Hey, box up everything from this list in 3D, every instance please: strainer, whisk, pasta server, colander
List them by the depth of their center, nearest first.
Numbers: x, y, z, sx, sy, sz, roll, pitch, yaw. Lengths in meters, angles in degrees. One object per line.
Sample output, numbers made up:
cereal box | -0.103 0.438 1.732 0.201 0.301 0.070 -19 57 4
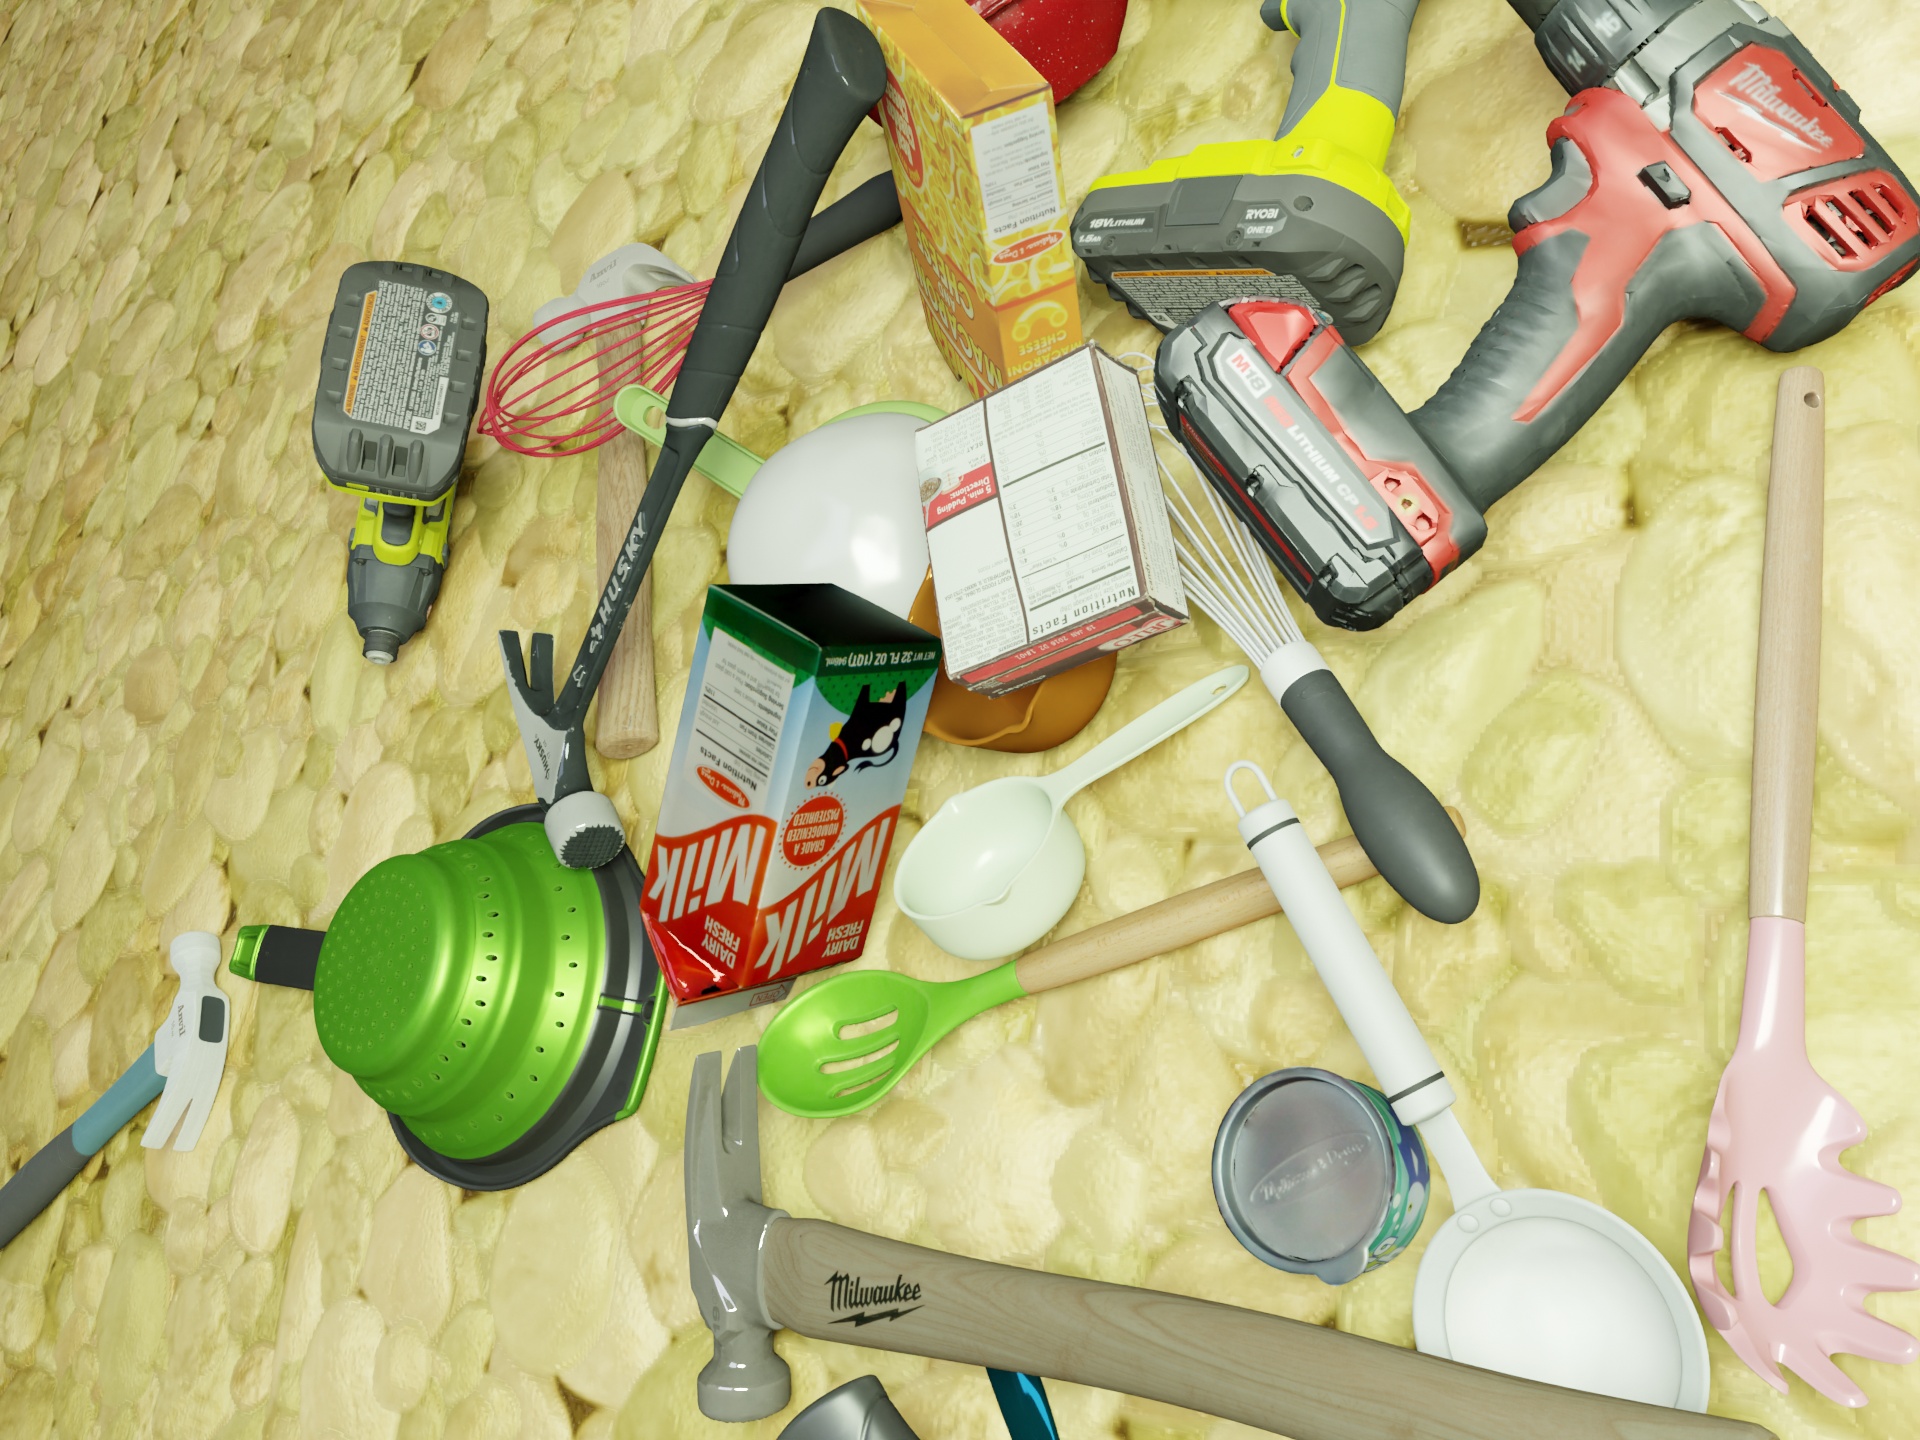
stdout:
pasta server | 0.250 0.033 0.475 0.040 0.060 0.316 117 165 -73
strainer | 0.148 0.122 0.487 0.087 0.050 0.259 -39 68 32
whisk | 0.109 -0.039 0.595 0.070 0.070 0.285 -41 52 19
strainer | -0.093 -0.108 0.750 0.256 0.069 0.151 34 99 28
whisk | -0.132 -0.222 0.844 0.296 0.073 0.073 -27 56 10
colander | -0.323 0.132 0.861 0.397 0.094 0.205 -1 72 39

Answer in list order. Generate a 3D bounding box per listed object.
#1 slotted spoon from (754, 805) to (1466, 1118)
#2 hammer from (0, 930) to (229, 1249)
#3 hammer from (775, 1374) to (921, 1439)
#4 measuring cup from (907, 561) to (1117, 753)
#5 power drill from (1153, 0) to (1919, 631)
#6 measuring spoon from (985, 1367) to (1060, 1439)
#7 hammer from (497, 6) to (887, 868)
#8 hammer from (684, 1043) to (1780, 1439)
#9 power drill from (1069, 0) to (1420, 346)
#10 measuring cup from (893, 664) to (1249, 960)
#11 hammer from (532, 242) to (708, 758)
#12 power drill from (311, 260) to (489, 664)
slotted spoon | 0.047 0.094 0.622 0.314 0.031 0.070 -25 41 27
hammer | -0.589 0.283 1.059 0.331 0.033 0.128 -40 51 20
hammer | 0.077 0.300 0.462 0.335 0.035 0.146 23 91 28
measuring cup | -0.001 -0.002 0.687 0.173 0.052 0.095 -48 52 29
power drill | 0.171 -0.158 0.525 0.226 0.080 0.188 -37 82 6
measuring spoon | 0.023 0.264 0.576 0.042 0.021 0.129 -39 52 21
hammer | -0.131 -0.124 0.731 0.408 0.036 0.149 -60 45 31
hammer | 0.047 0.195 0.528 0.411 0.038 0.146 -5 86 42
power drill | 0.130 -0.275 0.651 0.191 0.080 0.228 14 81 43
measuring cup | 0.052 0.037 0.637 0.167 0.038 0.083 -34 28 2
hammer | -0.190 -0.134 0.902 0.130 0.031 0.332 -24 59 31
power drill | -0.326 -0.144 0.928 0.223 0.080 0.171 131 144 -62
